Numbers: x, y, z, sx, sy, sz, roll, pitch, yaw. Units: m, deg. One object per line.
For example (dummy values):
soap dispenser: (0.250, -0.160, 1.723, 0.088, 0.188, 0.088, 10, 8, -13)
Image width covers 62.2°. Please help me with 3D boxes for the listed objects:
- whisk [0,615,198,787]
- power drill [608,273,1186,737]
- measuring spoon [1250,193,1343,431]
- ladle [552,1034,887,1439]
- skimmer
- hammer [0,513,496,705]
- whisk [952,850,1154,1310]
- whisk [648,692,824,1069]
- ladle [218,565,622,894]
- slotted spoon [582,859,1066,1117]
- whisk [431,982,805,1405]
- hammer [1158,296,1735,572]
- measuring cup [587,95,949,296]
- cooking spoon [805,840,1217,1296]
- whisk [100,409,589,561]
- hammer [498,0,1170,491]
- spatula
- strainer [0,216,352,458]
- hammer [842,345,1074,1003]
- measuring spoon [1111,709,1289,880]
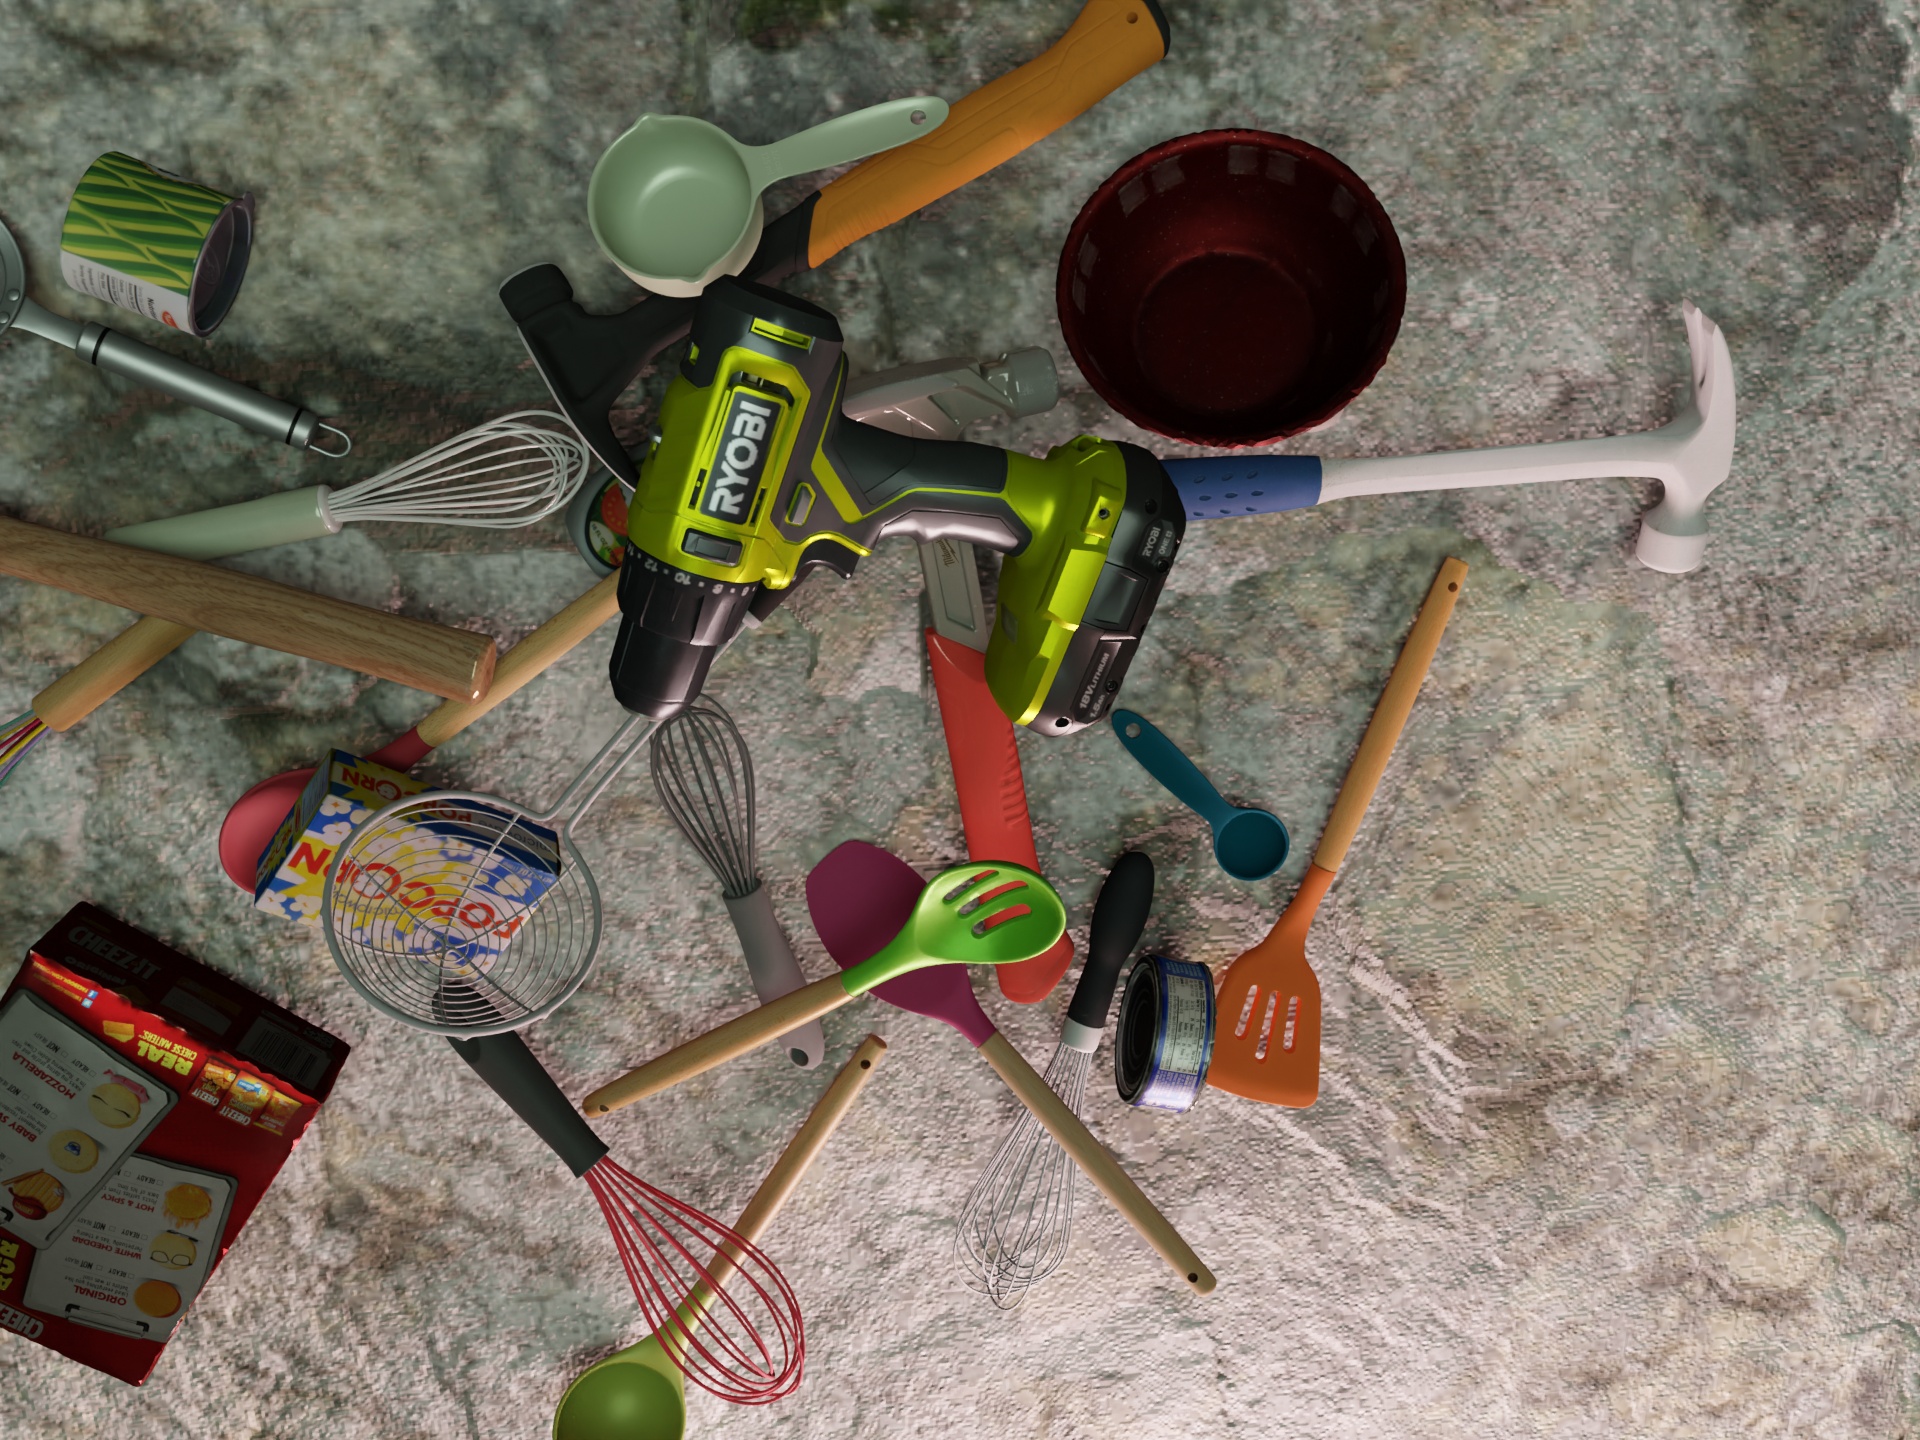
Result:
whisk: (-0.474, 0.013, 0.799, 0.245, 0.047, 0.051, -36, 107, 3)
power drill: (-0.034, -0.070, 0.705, 0.228, 0.080, 0.190, 14, 109, -21)
measuring spoon: (0.169, -0.205, 0.806, 0.034, 0.018, 0.124, -19, 109, 1)
ladle: (-0.134, 0.317, 0.925, 0.078, 0.062, 0.320, 33, 99, -9)
skimmer: (-0.147, -0.010, 0.758, 0.127, 0.090, 0.363, 40, 85, 2)
hammer: (-0.385, -0.068, 0.756, 0.331, 0.031, 0.130, 15, 109, -2)
whisk: (0.060, 0.208, 0.909, 0.070, 0.070, 0.284, 15, 101, -10)
whisk: (-0.115, 0.092, 0.861, 0.055, 0.055, 0.238, -17, 113, 0)
ladle: (-0.251, -0.007, 0.800, 0.315, 0.031, 0.069, -34, 122, 15)
slotted spoon: (-0.082, 0.149, 0.852, 0.314, 0.031, 0.070, -28, 117, 19)
whisk: (-0.189, 0.258, 0.876, 0.073, 0.073, 0.296, -41, 91, 8)
hammer: (0.193, -0.129, 0.812, 0.405, 0.035, 0.144, -5, 126, -2)
measuring cup: (-0.084, -0.244, 0.720, 0.167, 0.038, 0.083, -18, 83, 1)
cooking spoon: (0.031, 0.195, 0.878, 0.069, 0.017, 0.319, -42, 89, 8)
whisk: (-0.302, -0.106, 0.780, 0.246, 0.057, 0.059, -11, 73, 1)
hammer: (-0.046, -0.237, 0.751, 0.337, 0.034, 0.127, -32, 84, 1)
spatula: (0.216, 0.063, 0.886, 0.081, 0.041, 0.322, 17, 104, -10)
strainer: (-0.414, -0.178, 0.744, 0.258, 0.050, 0.087, 22, 76, -18)
hammer: (-0.001, -0.003, 0.811, 0.149, 0.037, 0.358, -16, 119, -10)
measuring spoon: (0.131, 0.038, 0.885, 0.128, 0.021, 0.042, 44, 100, -7)
